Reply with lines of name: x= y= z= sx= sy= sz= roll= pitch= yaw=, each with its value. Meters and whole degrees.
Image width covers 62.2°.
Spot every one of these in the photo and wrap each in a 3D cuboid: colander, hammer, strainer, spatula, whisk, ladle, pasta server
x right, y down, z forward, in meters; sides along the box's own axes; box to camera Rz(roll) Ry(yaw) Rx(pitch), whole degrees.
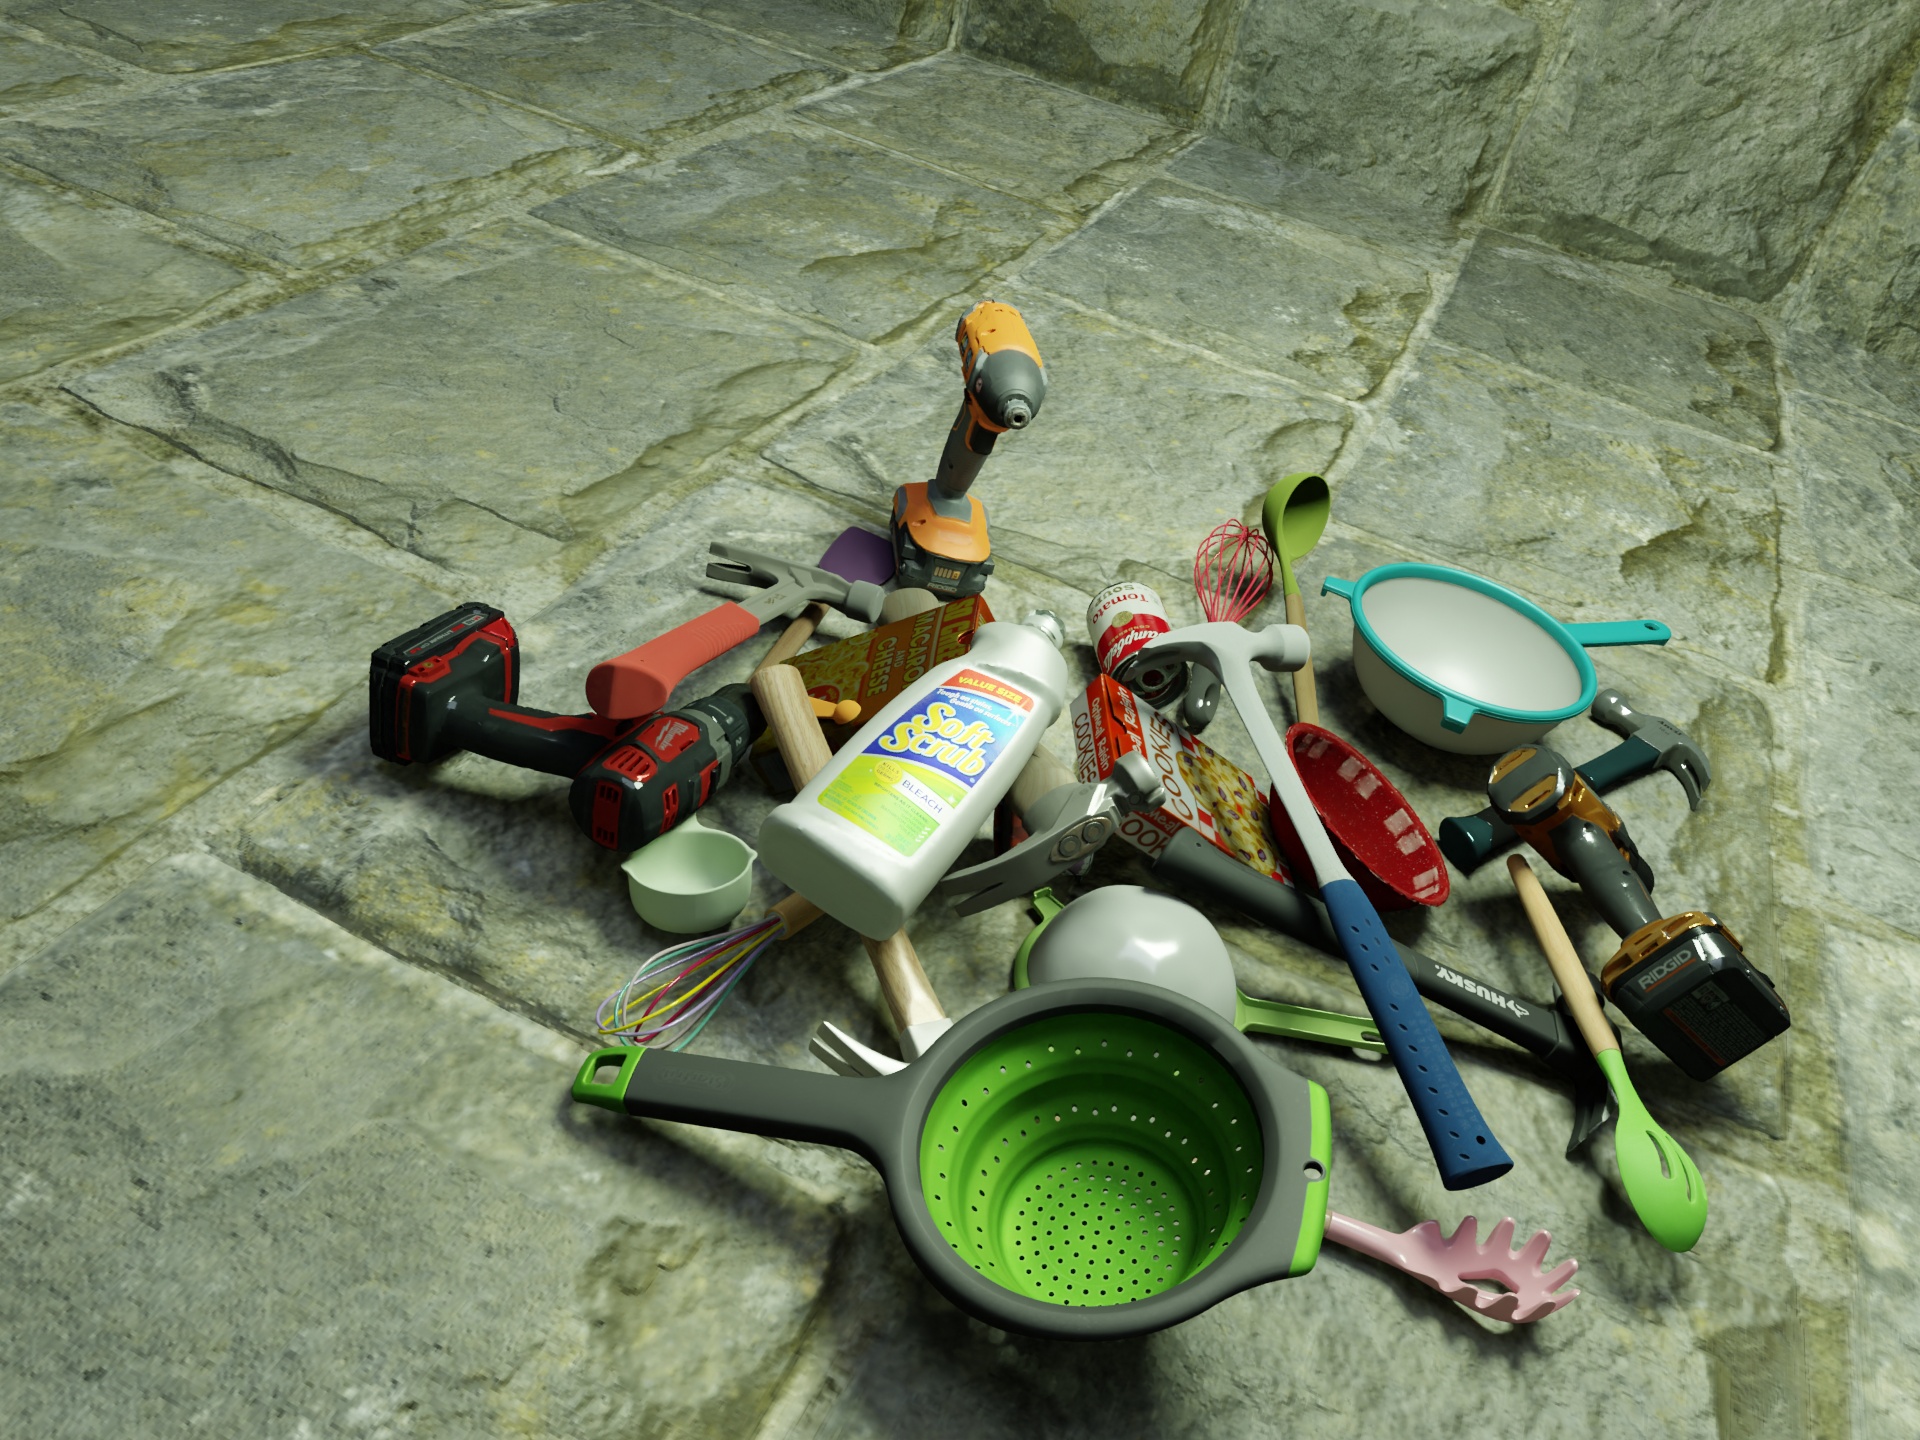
colander: x=-0.011 y=0.232 z=0.834 sx=0.397 sy=0.094 sz=0.205 roll=5 pitch=43 yaw=14
hammer: x=0.226 y=0.095 z=0.991 sx=0.144 sy=0.035 sz=0.406 roll=-1 pitch=52 yaw=-25
strainer: x=0.470 y=-0.041 z=1.365 sx=0.340 sy=0.095 sz=0.211 roll=-4 pitch=42 yaw=-27
spatula: x=-0.117 y=-0.084 z=1.284 sx=0.060 sy=0.018 sz=0.316 roll=25 pitch=35 yaw=4
hammer: x=0.496 y=0.054 z=1.295 sx=0.331 sy=0.033 sz=0.128 roll=-18 pitch=45 yaw=-37
whisk: x=0.225 y=-0.087 z=1.375 sx=0.073 sy=0.073 sz=0.296 roll=18 pitch=41 yaw=5
hammer: x=-0.067 y=0.094 z=0.984 sx=0.130 sy=0.031 sz=0.332 roll=-5 pitch=51 yaw=-30
strainer: x=0.164 y=0.161 z=0.997 sx=0.256 sy=0.069 sz=0.152 roll=11 pitch=35 yaw=-2
ladle: x=0.296 y=-0.086 z=1.347 sx=0.062 sy=0.078 sz=0.320 roll=-14 pitch=49 yaw=20
hammer: x=0.274 y=0.156 z=1.017 sx=0.334 sy=0.035 sz=0.146 roll=26 pitch=35 yaw=-5
hammer: x=-0.174 y=-0.067 z=1.112 sx=0.149 sy=0.036 sz=0.359 roll=15 pitch=19 yaw=10
whisk: x=-0.122 y=0.133 z=0.961 sx=0.051 sy=0.047 sz=0.245 roll=46 pitch=39 yaw=12
hammer: x=-0.002 y=-0.004 z=1.125 sx=0.146 sy=0.038 sz=0.411 roll=-31 pitch=30 yaw=-4
pasta server: x=0.181 y=0.266 z=0.888 sx=0.316 sy=0.040 sz=0.060 roll=19 pitch=29 yaw=9

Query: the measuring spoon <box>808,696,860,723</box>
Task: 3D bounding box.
measuring spoon: x=-0.110 y=-0.012 z=1.098 sx=0.117 sy=0.011 sz=0.021 roll=9 pitch=47 yaw=47

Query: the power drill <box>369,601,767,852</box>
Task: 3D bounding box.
power drill: x=-0.251 y=-0.004 z=1.052 sx=0.227 sy=0.080 sz=0.188 roll=19 pitch=29 yaw=15

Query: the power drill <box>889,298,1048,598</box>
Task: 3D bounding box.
power drill: x=0.010 y=-0.216 z=1.323 sx=0.084 sy=0.226 sz=0.164 roll=10 pitch=35 yaw=-16

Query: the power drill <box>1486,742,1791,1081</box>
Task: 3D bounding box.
power drill: x=0.465 y=0.134 z=1.092 sx=0.185 sy=0.084 sz=0.226 roll=36 pitch=22 yaw=-35

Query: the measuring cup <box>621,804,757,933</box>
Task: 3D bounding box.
measuring cup: x=-0.178 y=0.082 z=1.023 sx=0.083 sy=0.038 sz=0.168 roll=-4 pitch=26 yaw=-13

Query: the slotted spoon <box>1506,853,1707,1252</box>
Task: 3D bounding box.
slotted spoon: x=0.400 y=0.192 z=1.007 sx=0.070 sy=0.031 sz=0.314 roll=28 pitch=31 yaw=-21
